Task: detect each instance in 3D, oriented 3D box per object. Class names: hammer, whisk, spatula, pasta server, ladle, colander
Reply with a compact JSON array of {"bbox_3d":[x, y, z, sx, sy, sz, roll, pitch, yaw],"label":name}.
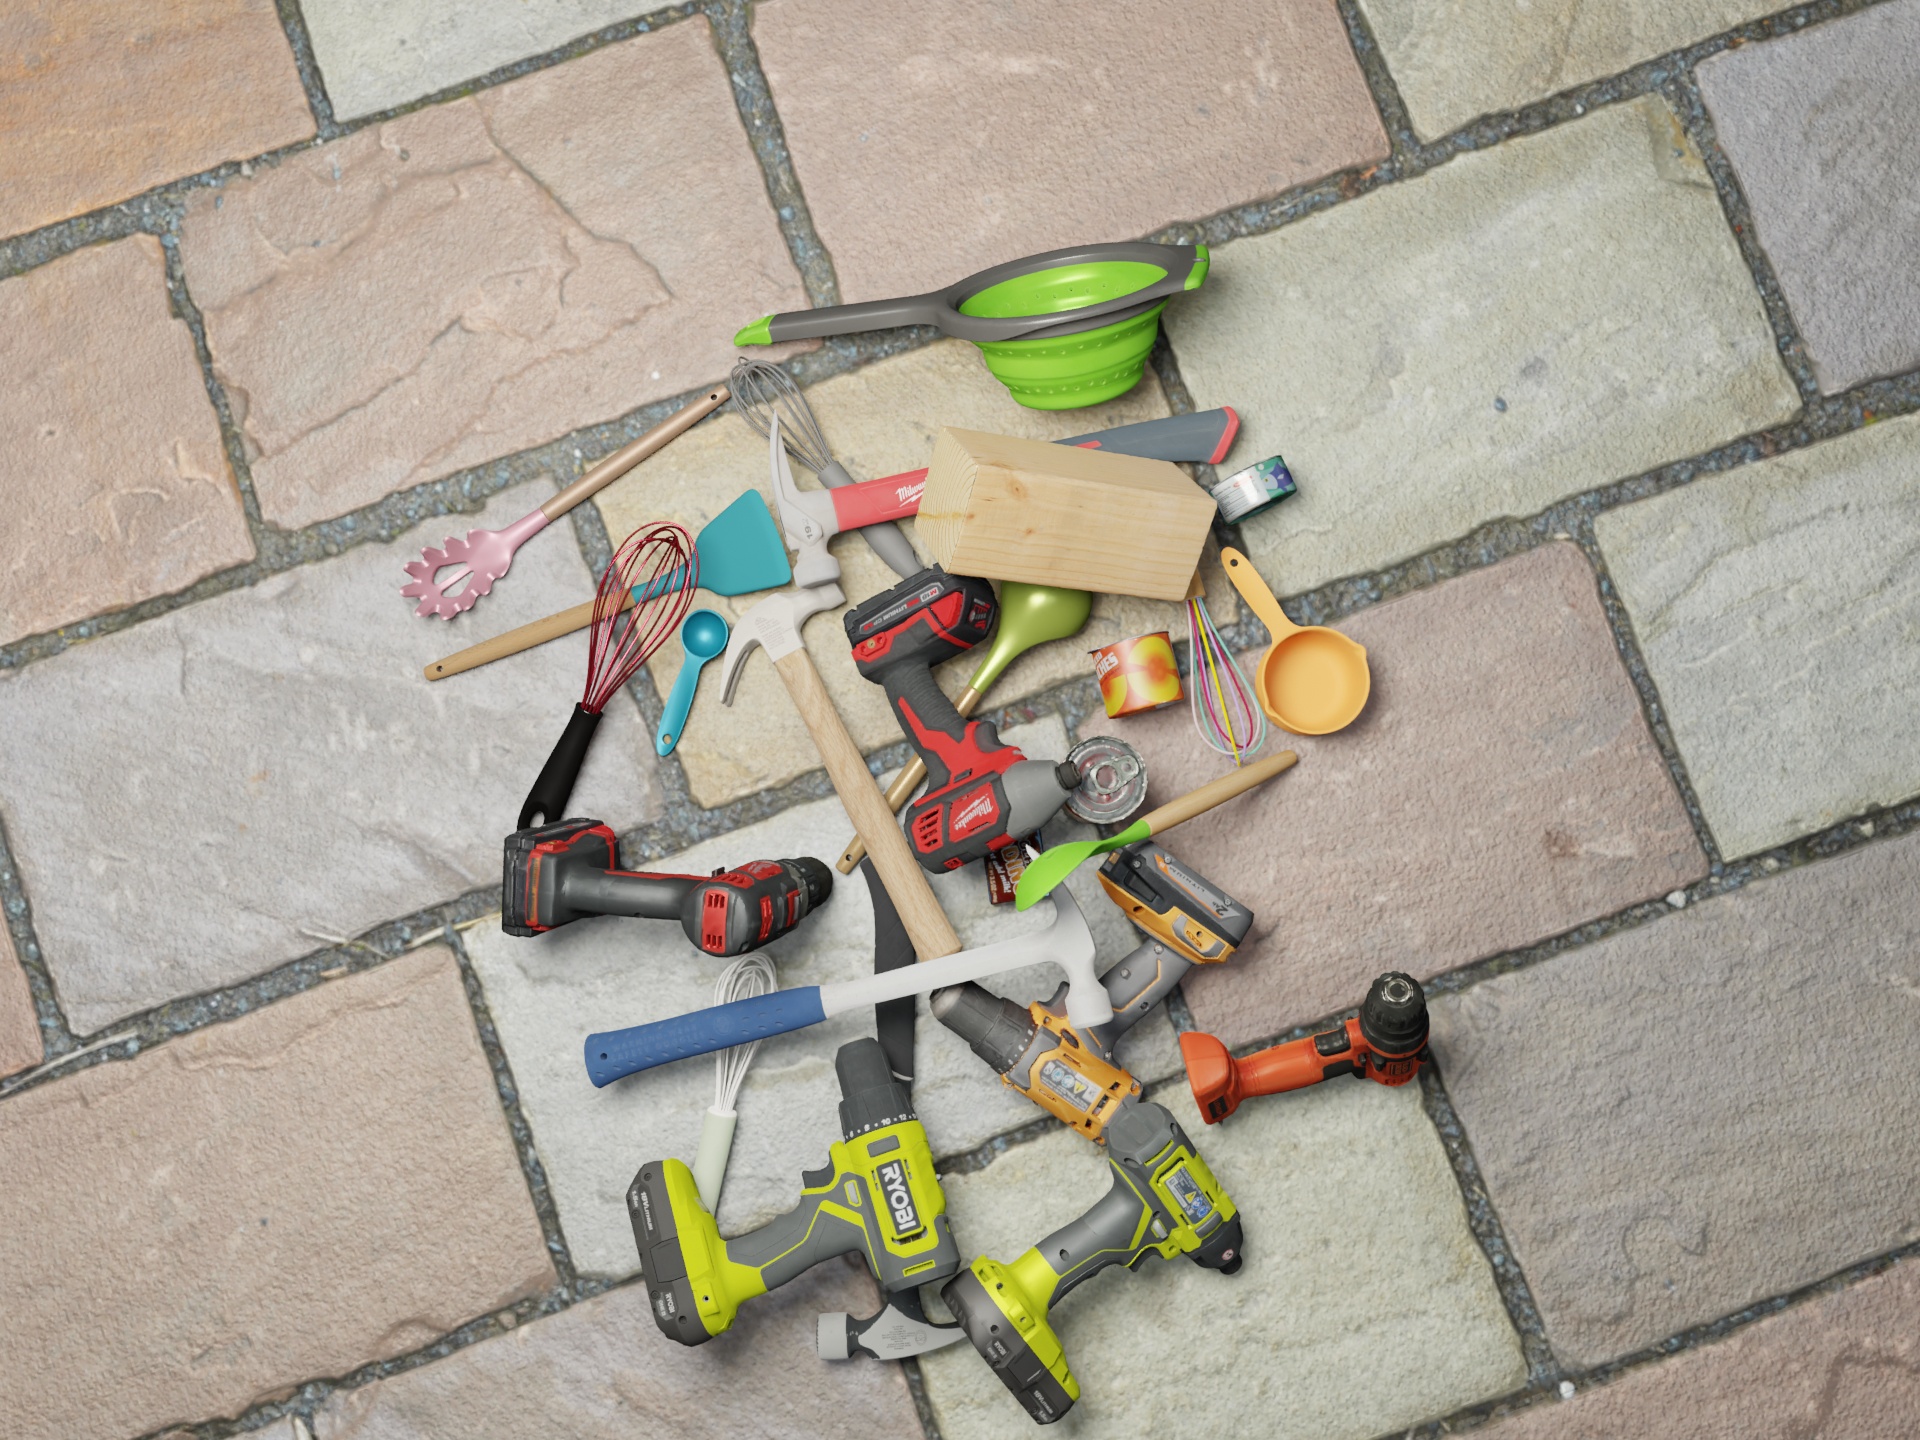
[{"bbox_3d":[0.038,-0.219,1.303,0.386,0.038,0.143,-14,89,-8],"label":"hammer"},{"bbox_3d":[-0.096,0.208,1.225,0.405,0.035,0.144,-15,80,7],"label":"hammer"},{"bbox_3d":[-0.290,-0.026,1.281,0.073,0.073,0.296,28,101,2],"label":"whisk"},{"bbox_3d":[-0.046,0.303,1.284,0.149,0.036,0.409,-2,85,-1],"label":"hammer"},{"bbox_3d":[0.199,-0.080,1.308,0.051,0.047,0.245,-22,78,37],"label":"whisk"},{"bbox_3d":[-0.297,-0.096,1.313,0.317,0.044,0.082,-21,92,-1],"label":"spatula"},{"bbox_3d":[-0.324,-0.187,1.324,0.316,0.040,0.060,-35,98,-4],"label":"pasta server"},{"bbox_3d":[-0.090,0.047,1.285,0.130,0.031,0.331,-28,77,3],"label":"hammer"},{"bbox_3d":[-0.002,-0.004,1.313,0.078,0.062,0.320,37,93,6],"label":"ladle"},{"bbox_3d":[-0.109,-0.208,1.322,0.055,0.055,0.239,-40,90,-3],"label":"whisk"},{"bbox_3d":[0.009,-0.306,1.305,0.397,0.205,0.094,-4,120,15],"label":"colander"},{"bbox_3d":[-0.190,0.307,1.281,0.058,0.059,0.246,12,89,39],"label":"whisk"}]

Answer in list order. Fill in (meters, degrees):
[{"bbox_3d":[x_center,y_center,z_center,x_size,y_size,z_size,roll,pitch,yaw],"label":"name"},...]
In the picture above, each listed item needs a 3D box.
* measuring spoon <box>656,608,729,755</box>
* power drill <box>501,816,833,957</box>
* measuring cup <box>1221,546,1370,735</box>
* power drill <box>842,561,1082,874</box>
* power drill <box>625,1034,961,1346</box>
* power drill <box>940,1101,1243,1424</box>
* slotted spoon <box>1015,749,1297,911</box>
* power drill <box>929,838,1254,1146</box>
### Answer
[{"bbox_3d":[-0.225,-0.031,1.324,0.042,0.021,0.128,22,95,13],"label":"measuring spoon"},{"bbox_3d":[-0.222,0.129,1.248,0.227,0.188,0.080,5,96,18],"label":"power drill"},{"bbox_3d":[0.263,-0.066,1.307,0.095,0.052,0.174,-33,84,-3],"label":"measuring cup"},{"bbox_3d":[0.002,-0.004,1.239,0.143,0.078,0.220,-26,71,20],"label":"power drill"},{"bbox_3d":[-0.130,0.361,1.216,0.228,0.080,0.191,-18,70,-4],"label":"power drill"},{"bbox_3d":[0.112,0.425,1.230,0.223,0.080,0.171,-38,115,-10],"label":"power drill"},{"bbox_3d":[0.157,0.075,1.226,0.313,0.070,0.031,-21,78,-37],"label":"slotted spoon"},{"bbox_3d":[0.101,0.198,1.262,0.185,0.084,0.226,35,90,-6],"label":"power drill"}]
